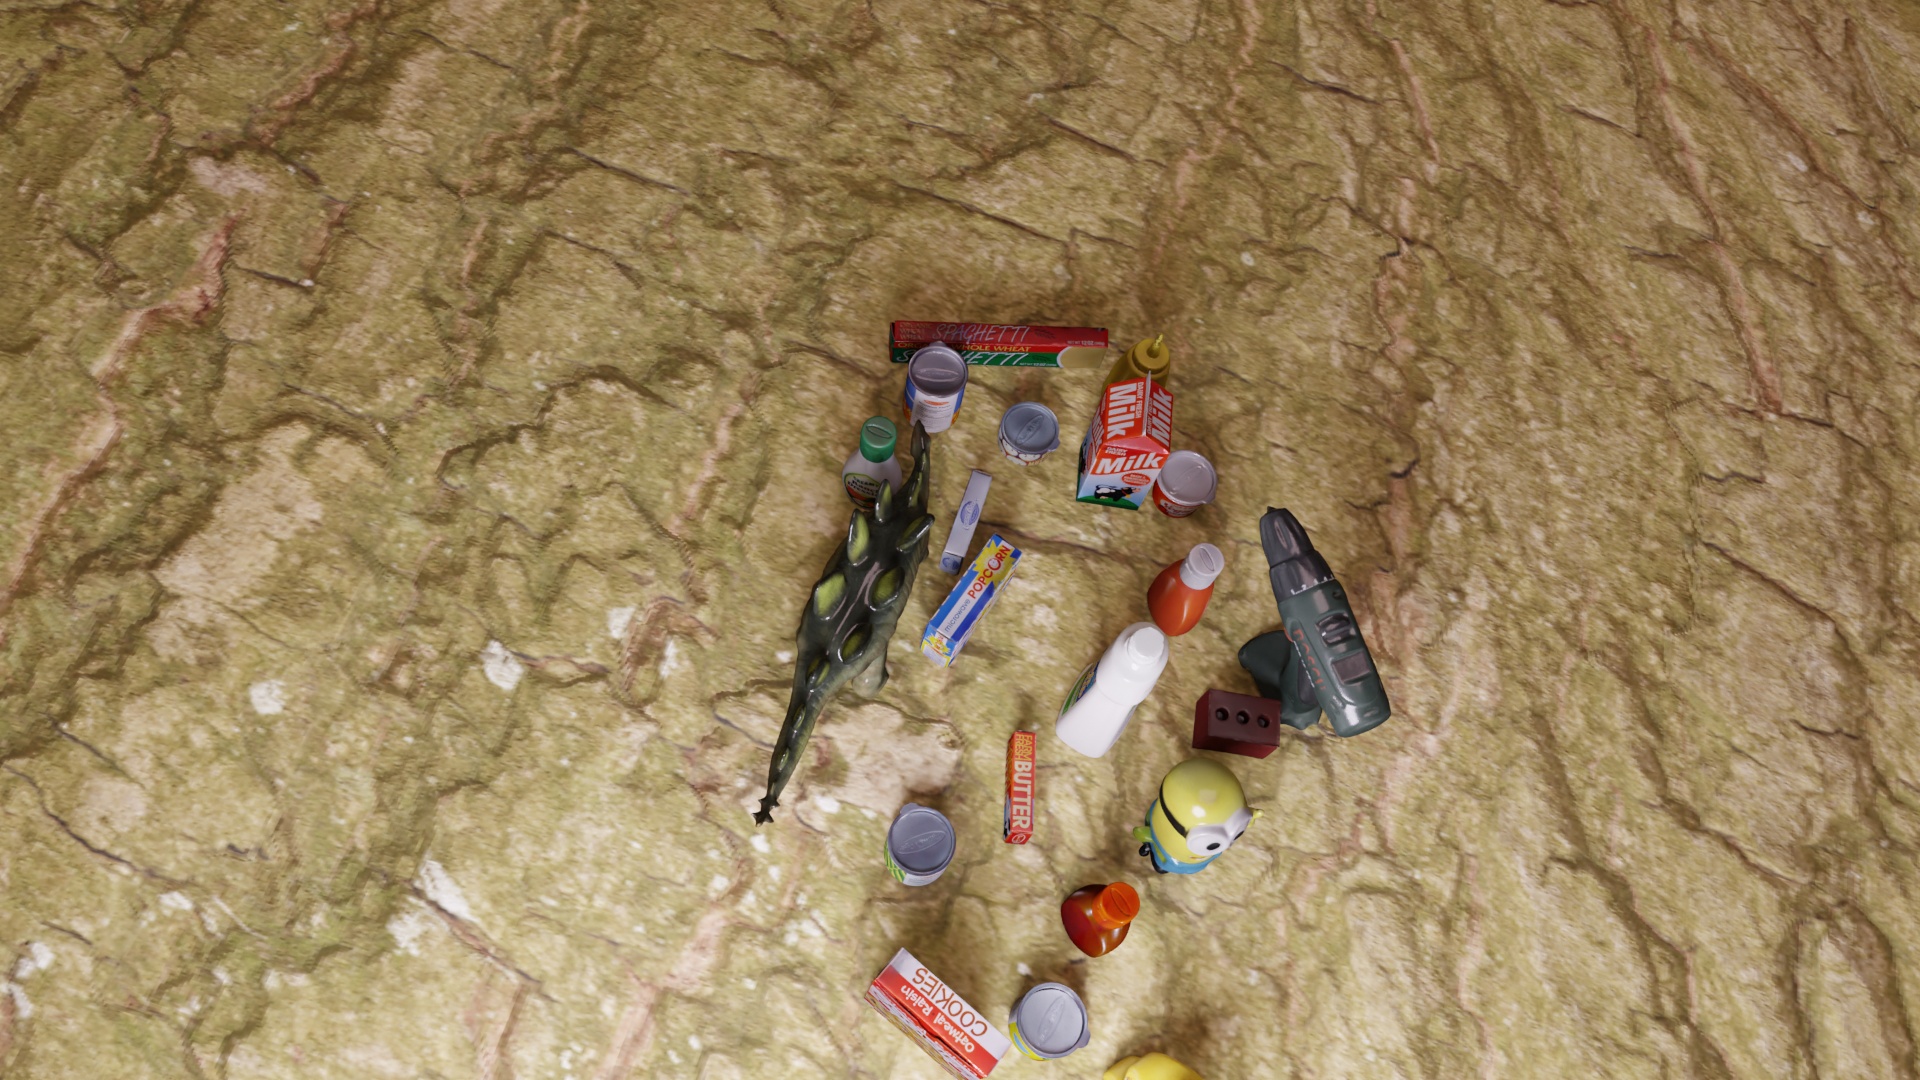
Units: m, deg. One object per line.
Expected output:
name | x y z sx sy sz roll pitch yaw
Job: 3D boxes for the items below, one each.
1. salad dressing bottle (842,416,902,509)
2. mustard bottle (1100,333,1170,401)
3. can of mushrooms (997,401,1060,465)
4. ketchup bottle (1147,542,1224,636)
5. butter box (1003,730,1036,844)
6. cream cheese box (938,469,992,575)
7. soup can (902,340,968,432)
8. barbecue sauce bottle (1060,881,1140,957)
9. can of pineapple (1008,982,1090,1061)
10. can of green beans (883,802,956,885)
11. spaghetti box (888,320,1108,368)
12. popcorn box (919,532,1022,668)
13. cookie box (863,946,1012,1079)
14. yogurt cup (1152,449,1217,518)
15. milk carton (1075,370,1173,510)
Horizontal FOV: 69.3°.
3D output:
salad dressing bottle | -0.090 -0.081 1.456 0.064 0.147 0.044 23 66 3
mustard bottle | 0.198 -0.181 1.532 0.065 0.159 0.049 0 67 -8
can of mushrooms | 0.078 -0.118 1.557 0.071 0.033 0.071 3 66 -6
ketchup bottle | 0.235 0.048 1.442 0.043 0.148 0.065 -19 70 -15
butter box | 0.059 0.246 1.383 0.024 0.053 0.104 5 66 -5
cream cheese box | 0.005 -0.019 1.493 0.024 0.053 0.104 19 65 1
soup can | -0.028 -0.169 1.538 0.071 0.083 0.071 3 66 -6
barbecue sauce bottle | 0.132 0.349 1.295 0.044 0.148 0.065 -28 73 -18
can of pineapple | 0.082 0.450 1.293 0.071 0.057 0.071 3 66 -6
can of green beans | -0.040 0.297 1.345 0.071 0.057 0.071 3 66 -6
spaghetti box | 0.043 -0.224 1.590 0.250 0.050 0.029 1 67 -7
popcorn box | 0.010 0.063 1.440 0.038 0.085 0.127 34 67 7
cookie box | -0.024 0.425 1.230 0.123 0.166 0.040 38 67 9
yogurt cup | 0.245 -0.060 1.543 0.072 0.053 0.072 3 66 -6
milk carton | 0.177 -0.105 1.479 0.073 0.189 0.072 8 66 -4
